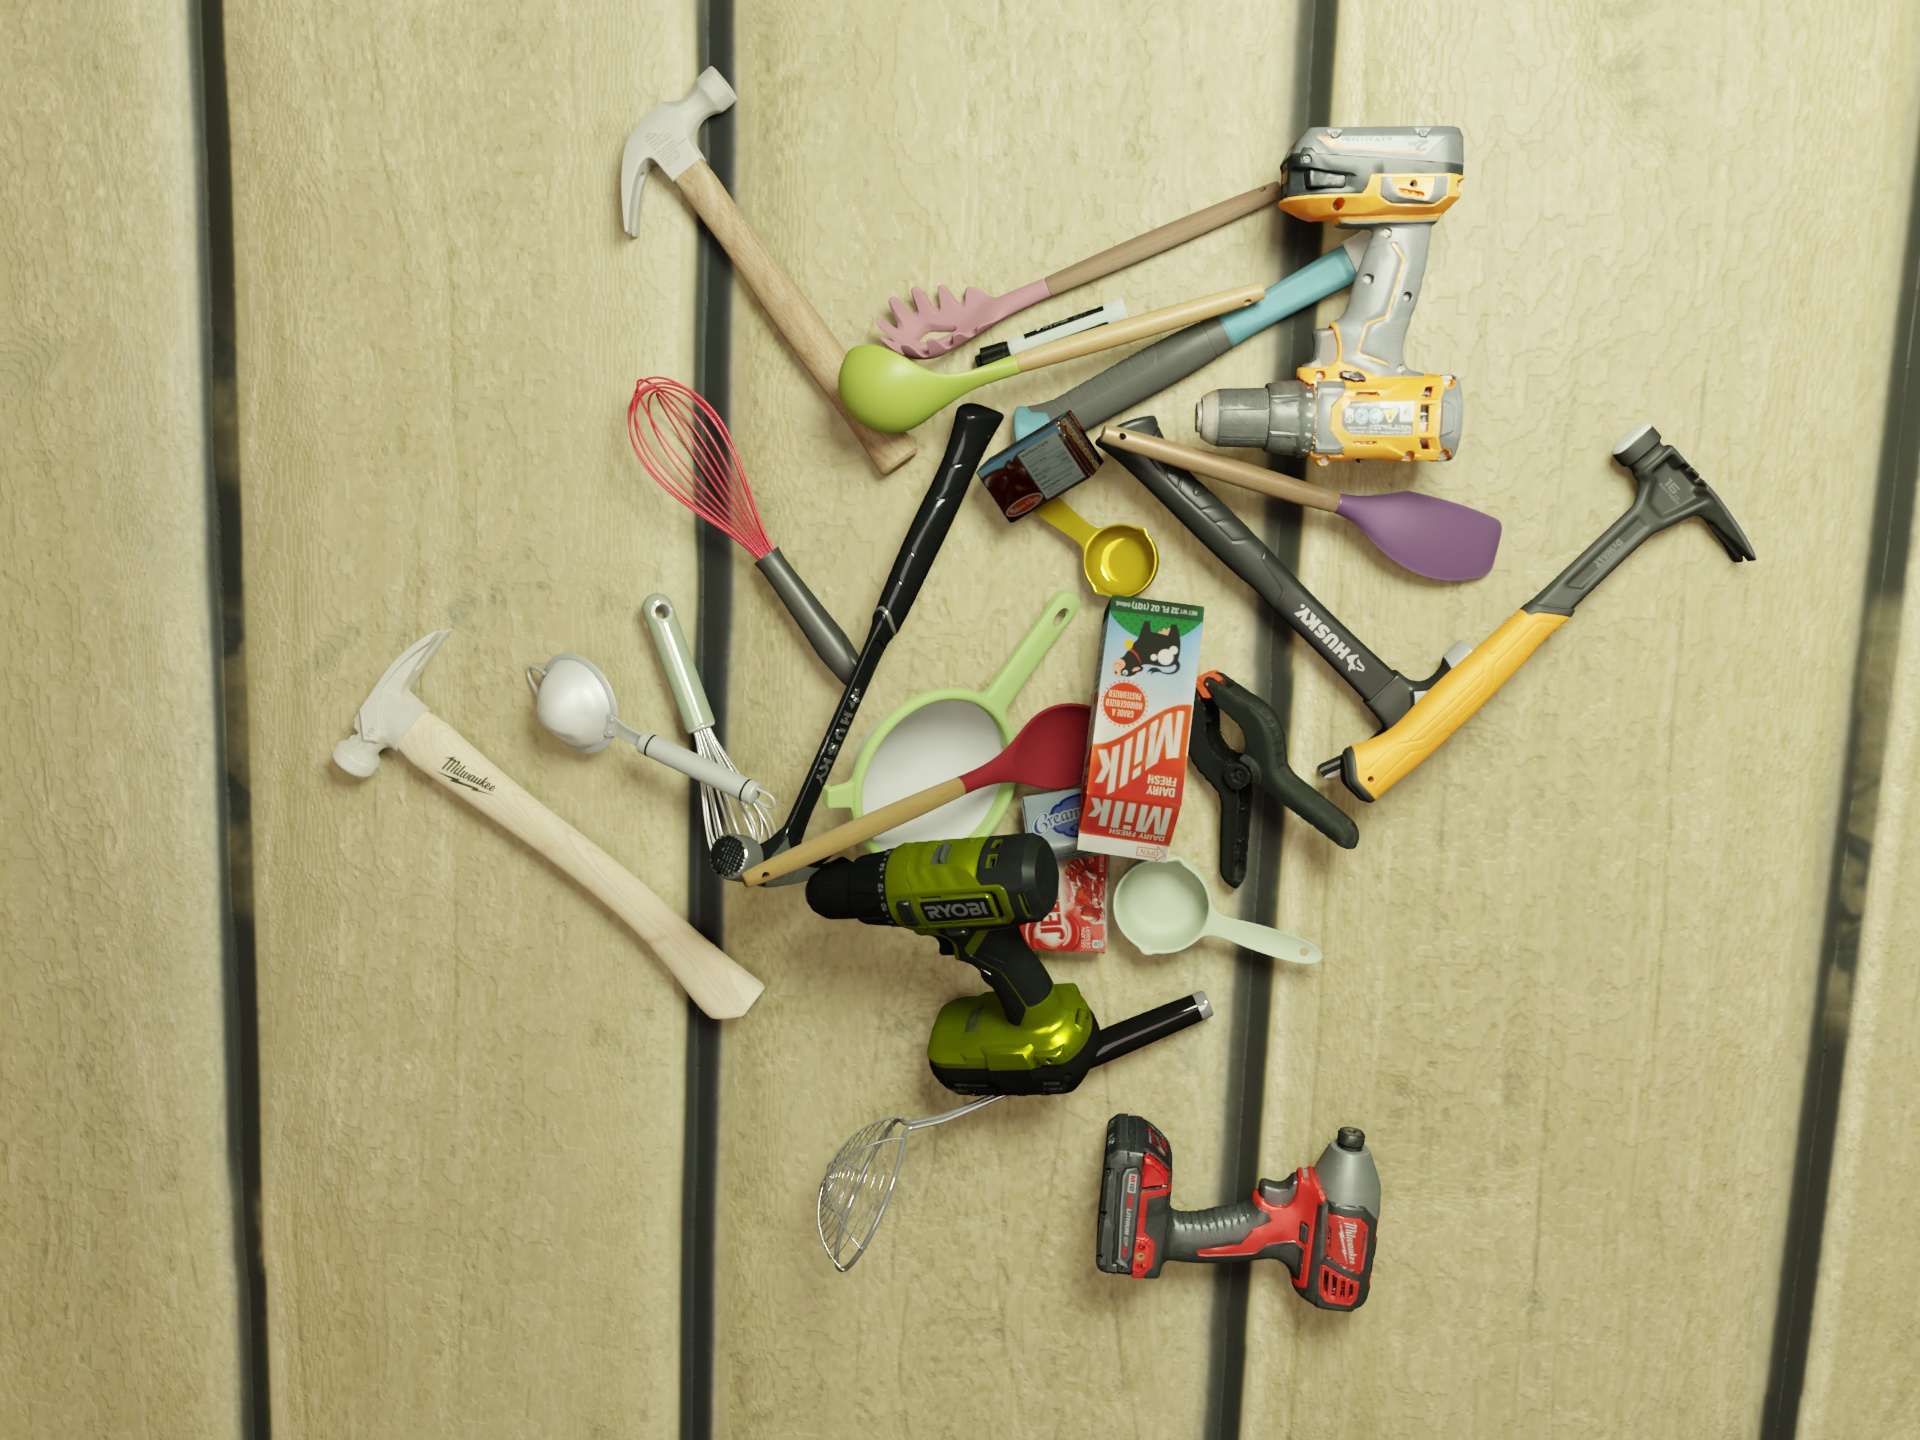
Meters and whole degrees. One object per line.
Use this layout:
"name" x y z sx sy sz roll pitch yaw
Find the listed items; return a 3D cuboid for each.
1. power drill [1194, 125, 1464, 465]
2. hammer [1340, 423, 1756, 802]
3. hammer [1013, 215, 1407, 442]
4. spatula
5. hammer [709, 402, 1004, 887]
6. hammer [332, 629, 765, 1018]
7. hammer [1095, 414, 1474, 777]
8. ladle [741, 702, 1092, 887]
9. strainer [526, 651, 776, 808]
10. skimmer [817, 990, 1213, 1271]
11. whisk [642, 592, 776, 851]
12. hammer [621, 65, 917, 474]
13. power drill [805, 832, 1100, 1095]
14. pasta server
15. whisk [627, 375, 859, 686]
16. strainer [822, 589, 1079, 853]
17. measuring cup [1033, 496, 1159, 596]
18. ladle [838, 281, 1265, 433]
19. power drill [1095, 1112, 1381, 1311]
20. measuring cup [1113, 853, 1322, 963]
"power drill" 0.260 -0.294 1.119 0.185 0.084 0.226 0 101 3
"hammer" 0.416 -0.057 1.162 0.337 0.034 0.127 -43 92 3
"hammer" 0.185 -0.287 1.193 0.331 0.033 0.128 -27 92 12
"spatula" 0.252 -0.165 1.169 0.316 0.018 0.060 16 89 -9
"hammer" -0.062 -0.057 1.233 0.036 0.149 0.409 26 92 28
"hammer" -0.326 0.098 1.327 0.410 0.038 0.146 39 101 1
"hammer" 0.229 -0.102 1.197 0.334 0.035 0.146 43 102 -5
"ladle" -0.021 0.060 1.197 0.315 0.031 0.069 -22 109 -24
"strainer" -0.258 0.015 1.271 0.258 0.050 0.086 23 119 16
"skimmer" 0.045 0.326 1.280 0.363 0.127 0.090 -24 101 1
"whisk" -0.208 0.013 1.294 0.058 0.059 0.246 -20 91 -26
"hammer" -0.145 -0.332 1.238 0.130 0.031 0.331 -35 92 12
"power drill" 0.000 0.183 1.213 0.190 0.080 0.228 -7 126 22
"pasta server" 0.089 -0.342 1.197 0.316 0.040 0.060 -21 56 9
"whisk" -0.165 -0.146 1.256 0.073 0.073 0.295 -34 97 12
"strainer" -0.002 -0.004 1.246 0.256 0.069 0.151 -53 129 -7
"measuring cup" 0.088 -0.153 1.236 0.156 0.029 0.062 39 104 14
"ladle" 0.065 -0.280 1.176 0.320 0.078 0.062 -16 58 4
"power drill" 0.222 0.383 1.266 0.219 0.078 0.143 6 99 5
"measuring cup" 0.203 0.156 1.253 0.167 0.038 0.083 18 101 4
